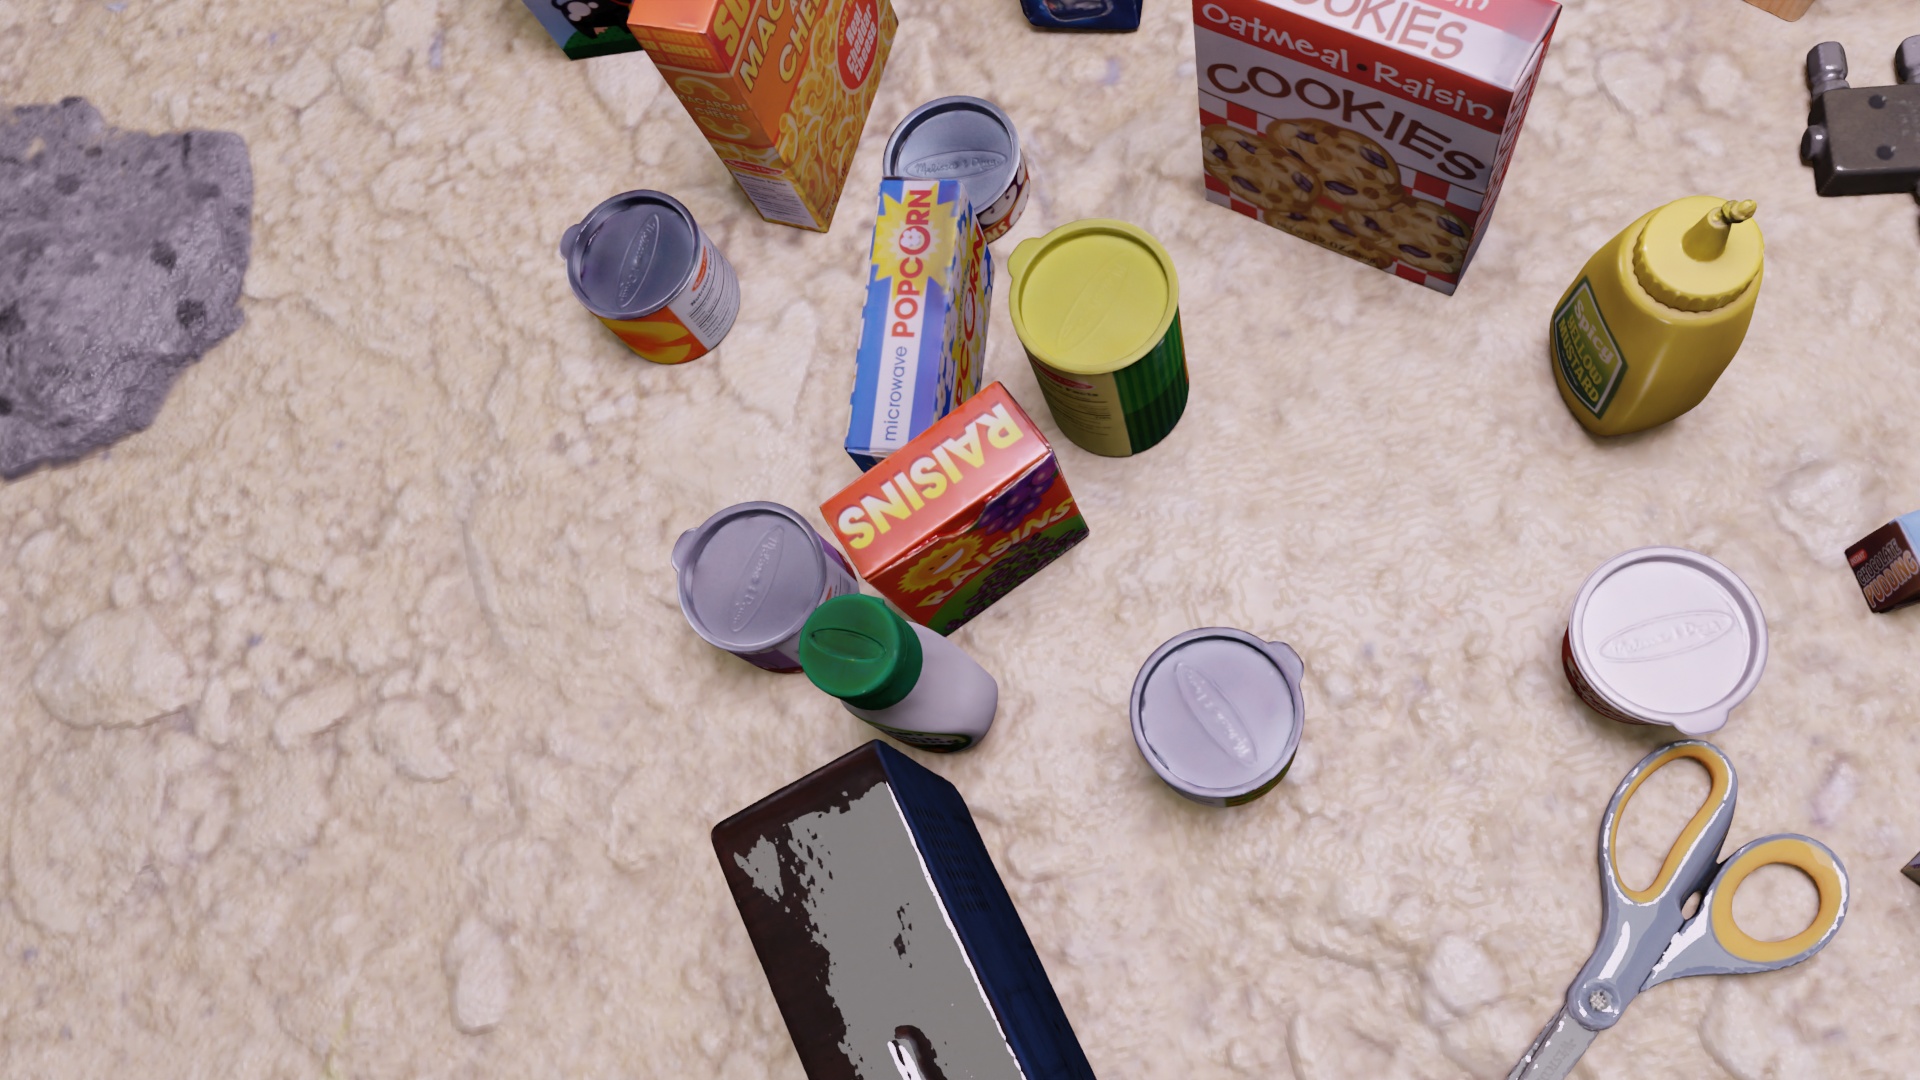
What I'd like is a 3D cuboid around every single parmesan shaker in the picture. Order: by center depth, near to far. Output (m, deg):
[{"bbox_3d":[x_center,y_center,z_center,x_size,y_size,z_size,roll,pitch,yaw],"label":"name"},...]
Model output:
[{"bbox_3d":[0.060,-0.084,0.588,0.071,0.103,0.071,-3,74,11],"label":"parmesan shaker"}]

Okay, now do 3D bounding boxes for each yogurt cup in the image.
[{"bbox_3d":[0.266,0.041,0.535,0.072,0.054,0.072,-3,74,11],"label":"yogurt cup"}]

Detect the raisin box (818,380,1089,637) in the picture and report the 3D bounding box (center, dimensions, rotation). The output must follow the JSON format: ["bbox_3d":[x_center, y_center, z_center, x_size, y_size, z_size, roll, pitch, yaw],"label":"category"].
[{"bbox_3d":[0.002,-0.007,0.568,0.086,0.123,0.040,-35,71,1],"label":"raisin box"}]

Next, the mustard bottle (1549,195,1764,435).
[{"bbox_3d":[0.260,-0.089,0.517,0.049,0.160,0.065,-19,72,7],"label":"mustard bottle"}]

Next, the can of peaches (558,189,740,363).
[{"bbox_3d":[-0.148,-0.126,0.667,0.071,0.058,0.071,-3,74,11],"label":"can of peaches"}]

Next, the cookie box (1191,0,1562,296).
[{"bbox_3d":[0.158,-0.171,0.557,0.123,0.167,0.040,27,82,18],"label":"cookie box"}]

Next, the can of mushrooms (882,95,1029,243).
[{"bbox_3d":[-0.002,-0.172,0.662,0.071,0.033,0.071,-3,74,11],"label":"can of mushrooms"}]

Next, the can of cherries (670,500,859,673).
[{"bbox_3d":[-0.085,0.021,0.612,0.071,0.058,0.071,-3,74,11],"label":"can of cherries"}]

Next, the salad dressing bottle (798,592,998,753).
[{"bbox_3d":[-0.024,0.053,0.543,0.064,0.147,0.044,13,78,15],"label":"salad dressing bottle"}]

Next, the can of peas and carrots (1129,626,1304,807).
[{"bbox_3d":[0.105,0.071,0.558,0.071,0.058,0.071,-3,74,11],"label":"can of peas and carrots"}]

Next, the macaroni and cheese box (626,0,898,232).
[{"bbox_3d":[-0.083,-0.234,0.626,0.040,0.166,0.124,13,78,15],"label":"macaroni and cheese box"}]

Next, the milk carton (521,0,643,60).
[{"bbox_3d":[-0.195,-0.316,0.661,0.073,0.190,0.072,-4,74,11],"label":"milk carton"}]

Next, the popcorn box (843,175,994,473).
[{"bbox_3d":[-0.016,-0.084,0.613,0.038,0.085,0.127,3,75,13],"label":"popcorn box"}]

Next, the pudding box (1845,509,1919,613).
[{"bbox_3d":[0.390,-0.002,0.523,0.084,0.049,0.030,-19,72,6],"label":"pudding box"}]

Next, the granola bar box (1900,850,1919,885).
[{"bbox_3d":[0.410,0.147,0.438,0.166,0.124,0.039,42,87,19],"label":"granola bar box"}]
